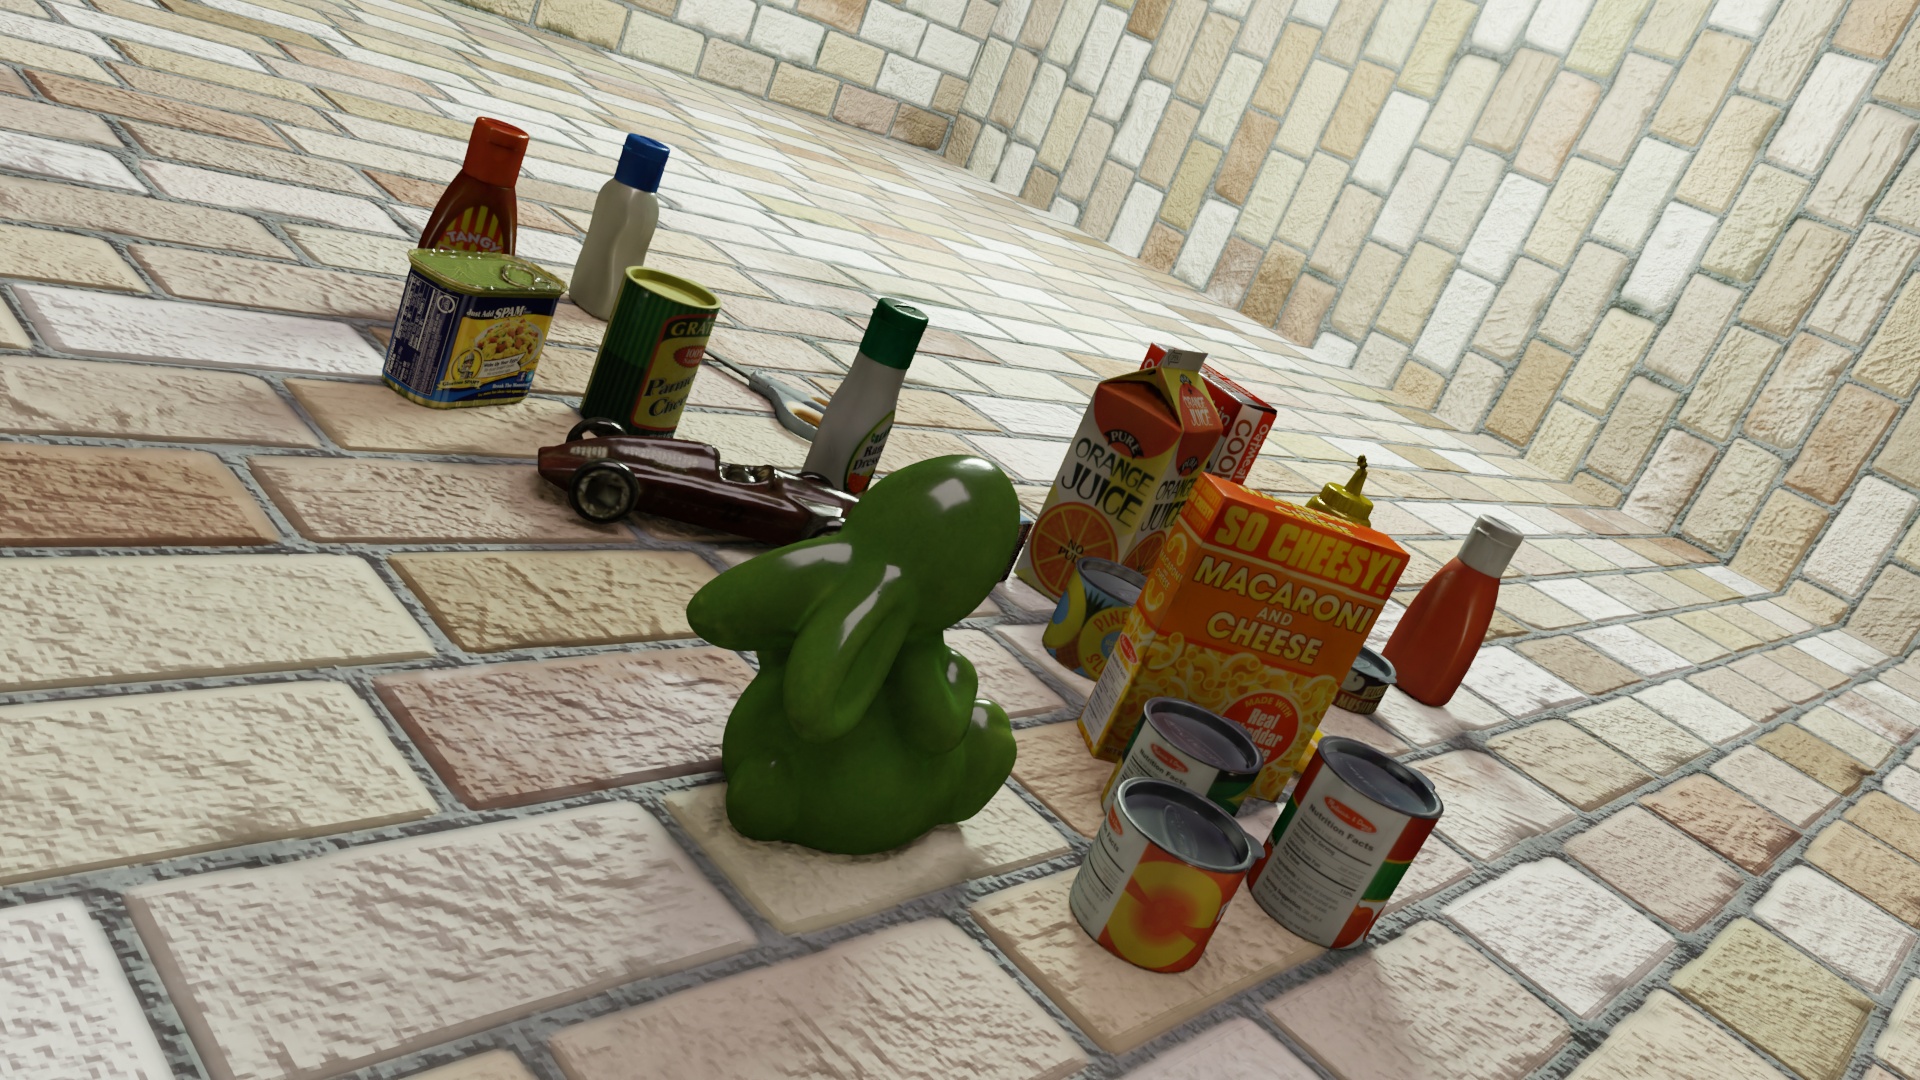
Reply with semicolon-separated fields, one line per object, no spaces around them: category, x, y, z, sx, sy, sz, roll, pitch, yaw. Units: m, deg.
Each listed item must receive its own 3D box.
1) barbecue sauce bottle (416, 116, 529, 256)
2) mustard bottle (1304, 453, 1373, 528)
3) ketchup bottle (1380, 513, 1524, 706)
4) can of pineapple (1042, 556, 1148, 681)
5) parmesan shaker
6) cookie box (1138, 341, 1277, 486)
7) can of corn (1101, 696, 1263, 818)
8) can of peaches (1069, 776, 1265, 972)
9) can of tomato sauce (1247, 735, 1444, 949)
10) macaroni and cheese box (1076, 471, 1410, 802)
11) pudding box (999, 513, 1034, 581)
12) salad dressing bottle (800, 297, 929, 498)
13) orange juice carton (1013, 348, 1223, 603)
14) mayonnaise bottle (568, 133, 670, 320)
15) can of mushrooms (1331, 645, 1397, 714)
barbecue sauce bottle;-0.338;-0.217;0.965;0.065;0.148;0.044;13;21;-29
mustard bottle;0.273;0.009;1.047;0.049;0.159;0.065;10;23;-35
ketchup bottle;0.383;0.052;1.076;0.043;0.148;0.065;10;23;-36
can of pineapple;0.093;0.052;0.881;0.071;0.057;0.071;21;19;-7
parmesan shaker;-0.208;-0.124;0.936;0.071;0.102;0.071;21;19;-7
cookie box;0.160;-0.053;1.070;0.040;0.166;0.123;10;23;-34
can of corn;0.115;0.123;0.716;0.071;0.058;0.071;21;19;-7
can of peaches;0.091;0.149;0.619;0.071;0.058;0.071;21;19;-7
can of tomato sauce;0.191;0.150;0.694;0.071;0.082;0.071;21;19;-7
macaroni and cheese box;0.155;0.056;0.775;0.124;0.165;0.040;17;20;-19
pudding box;0.003;-0.012;0.961;0.084;0.049;0.030;33;21;26
salad dressing bottle;-0.065;-0.091;0.942;0.044;0.147;0.064;29;19;15
orange juice carton;0.117;-0.044;0.960;0.073;0.192;0.072;33;21;26
mayonnaise bottle;-0.278;-0.258;1.143;0.041;0.147;0.065;2;28;-48
can of mushrooms;0.282;0.097;1.016;0.071;0.033;0.071;21;19;-7
